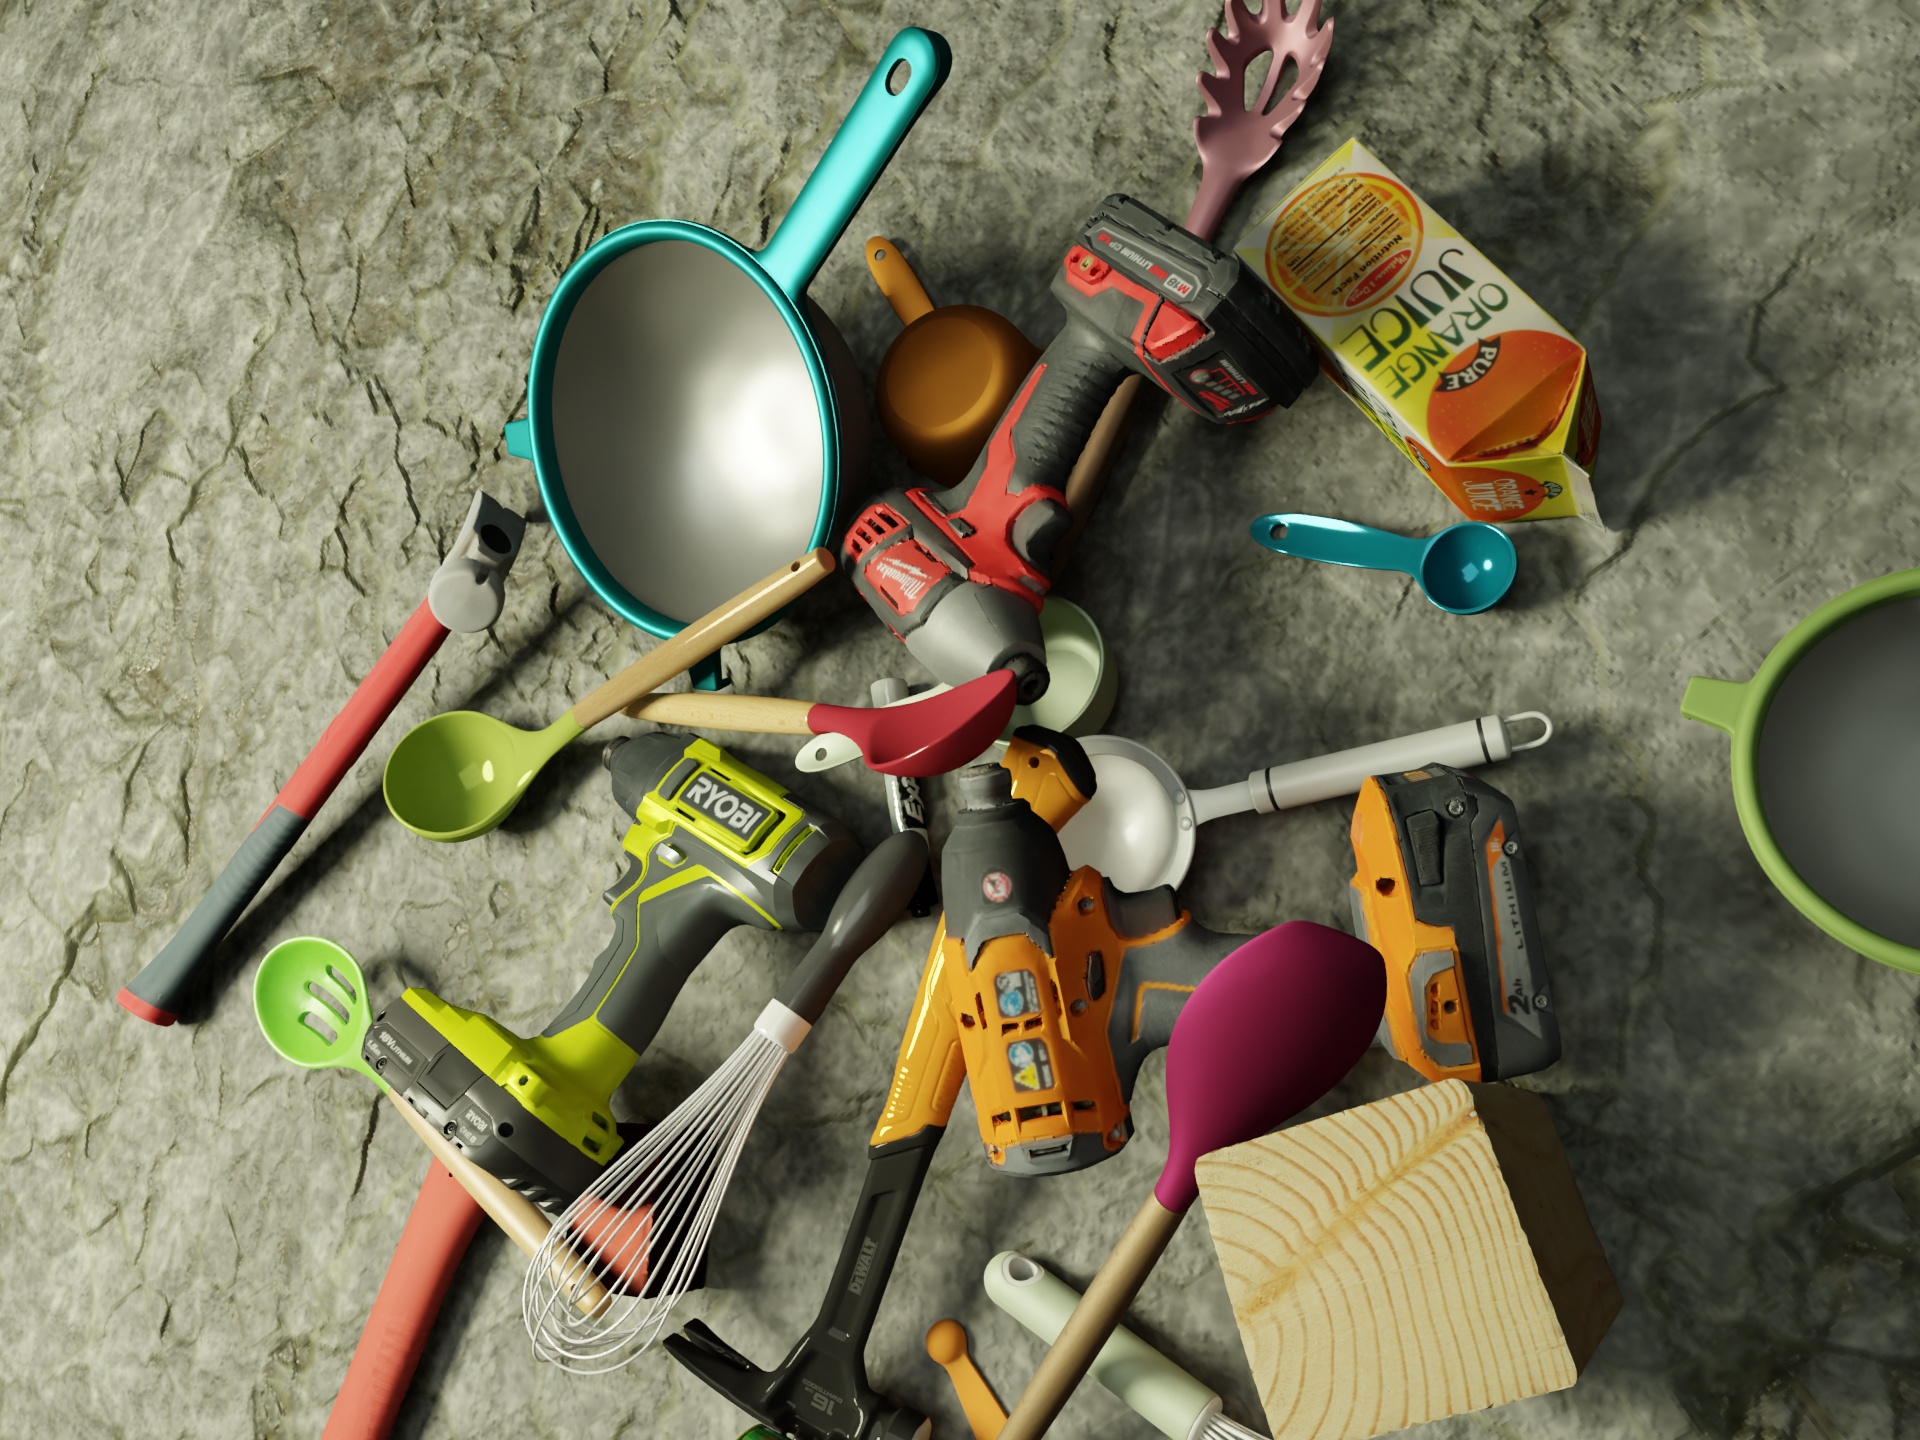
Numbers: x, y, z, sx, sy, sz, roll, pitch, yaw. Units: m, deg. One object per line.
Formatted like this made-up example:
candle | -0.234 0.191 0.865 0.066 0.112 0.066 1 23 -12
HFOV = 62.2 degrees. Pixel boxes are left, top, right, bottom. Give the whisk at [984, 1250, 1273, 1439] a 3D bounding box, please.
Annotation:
whisk | 0.106 0.291 0.646 0.246 0.058 0.059 27 125 33

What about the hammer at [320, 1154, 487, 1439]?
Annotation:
hammer | -0.325 0.372 0.836 0.149 0.036 0.359 19 86 28

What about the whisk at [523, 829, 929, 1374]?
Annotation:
whisk | -0.100 0.166 0.724 0.070 0.070 0.285 28 73 29

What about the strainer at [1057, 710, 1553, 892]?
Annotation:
strainer | 0.126 0.034 0.697 0.258 0.050 0.087 -15 80 22

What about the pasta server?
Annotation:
pasta server | 0.101 -0.211 0.780 0.060 0.040 0.316 24 89 17

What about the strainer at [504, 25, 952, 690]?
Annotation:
strainer | -0.085 -0.189 0.790 0.211 0.095 0.340 50 125 13

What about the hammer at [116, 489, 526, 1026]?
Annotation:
hammer | -0.378 0.032 0.933 0.386 0.038 0.143 -48 24 16

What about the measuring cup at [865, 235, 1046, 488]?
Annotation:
measuring cup | -0.019 -0.201 0.826 0.095 0.052 0.174 -35 67 14

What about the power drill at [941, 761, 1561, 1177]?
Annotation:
power drill | 0.104 0.082 0.631 0.226 0.084 0.164 -12 93 8

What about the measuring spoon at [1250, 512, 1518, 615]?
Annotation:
measuring spoon | 0.190 -0.074 0.717 0.129 0.021 0.042 18 86 37

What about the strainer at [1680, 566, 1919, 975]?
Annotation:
strainer | 0.377 0.070 0.556 0.151 0.069 0.257 -25 68 16

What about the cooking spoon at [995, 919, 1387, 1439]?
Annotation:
cooking spoon | 0.071 0.204 0.620 0.068 0.017 0.318 21 116 -8

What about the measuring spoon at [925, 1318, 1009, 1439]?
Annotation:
measuring spoon | 0.016 0.319 0.699 0.021 0.011 0.117 -39 64 12

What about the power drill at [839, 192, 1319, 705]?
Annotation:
power drill | 0.048 -0.113 0.716 0.219 0.078 0.143 -50 45 10

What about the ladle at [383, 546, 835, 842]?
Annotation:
ladle | -0.188 -0.016 0.818 0.320 0.062 0.078 -28 56 33

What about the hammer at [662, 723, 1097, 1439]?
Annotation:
hammer | -0.023 0.160 0.706 0.127 0.034 0.337 21 94 18

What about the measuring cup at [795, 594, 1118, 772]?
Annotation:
measuring cup | -0.001 -0.002 0.772 0.167 0.038 0.083 -21 62 19

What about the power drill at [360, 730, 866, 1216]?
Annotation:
power drill | -0.173 0.109 0.781 0.171 0.080 0.223 26 68 36

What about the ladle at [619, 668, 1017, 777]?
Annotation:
ladle | -0.083 -0.002 0.749 0.069 0.031 0.315 -40 26 -32

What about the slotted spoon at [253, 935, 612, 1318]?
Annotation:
slotted spoon | -0.275 0.205 0.819 0.314 0.031 0.070 30 92 35
